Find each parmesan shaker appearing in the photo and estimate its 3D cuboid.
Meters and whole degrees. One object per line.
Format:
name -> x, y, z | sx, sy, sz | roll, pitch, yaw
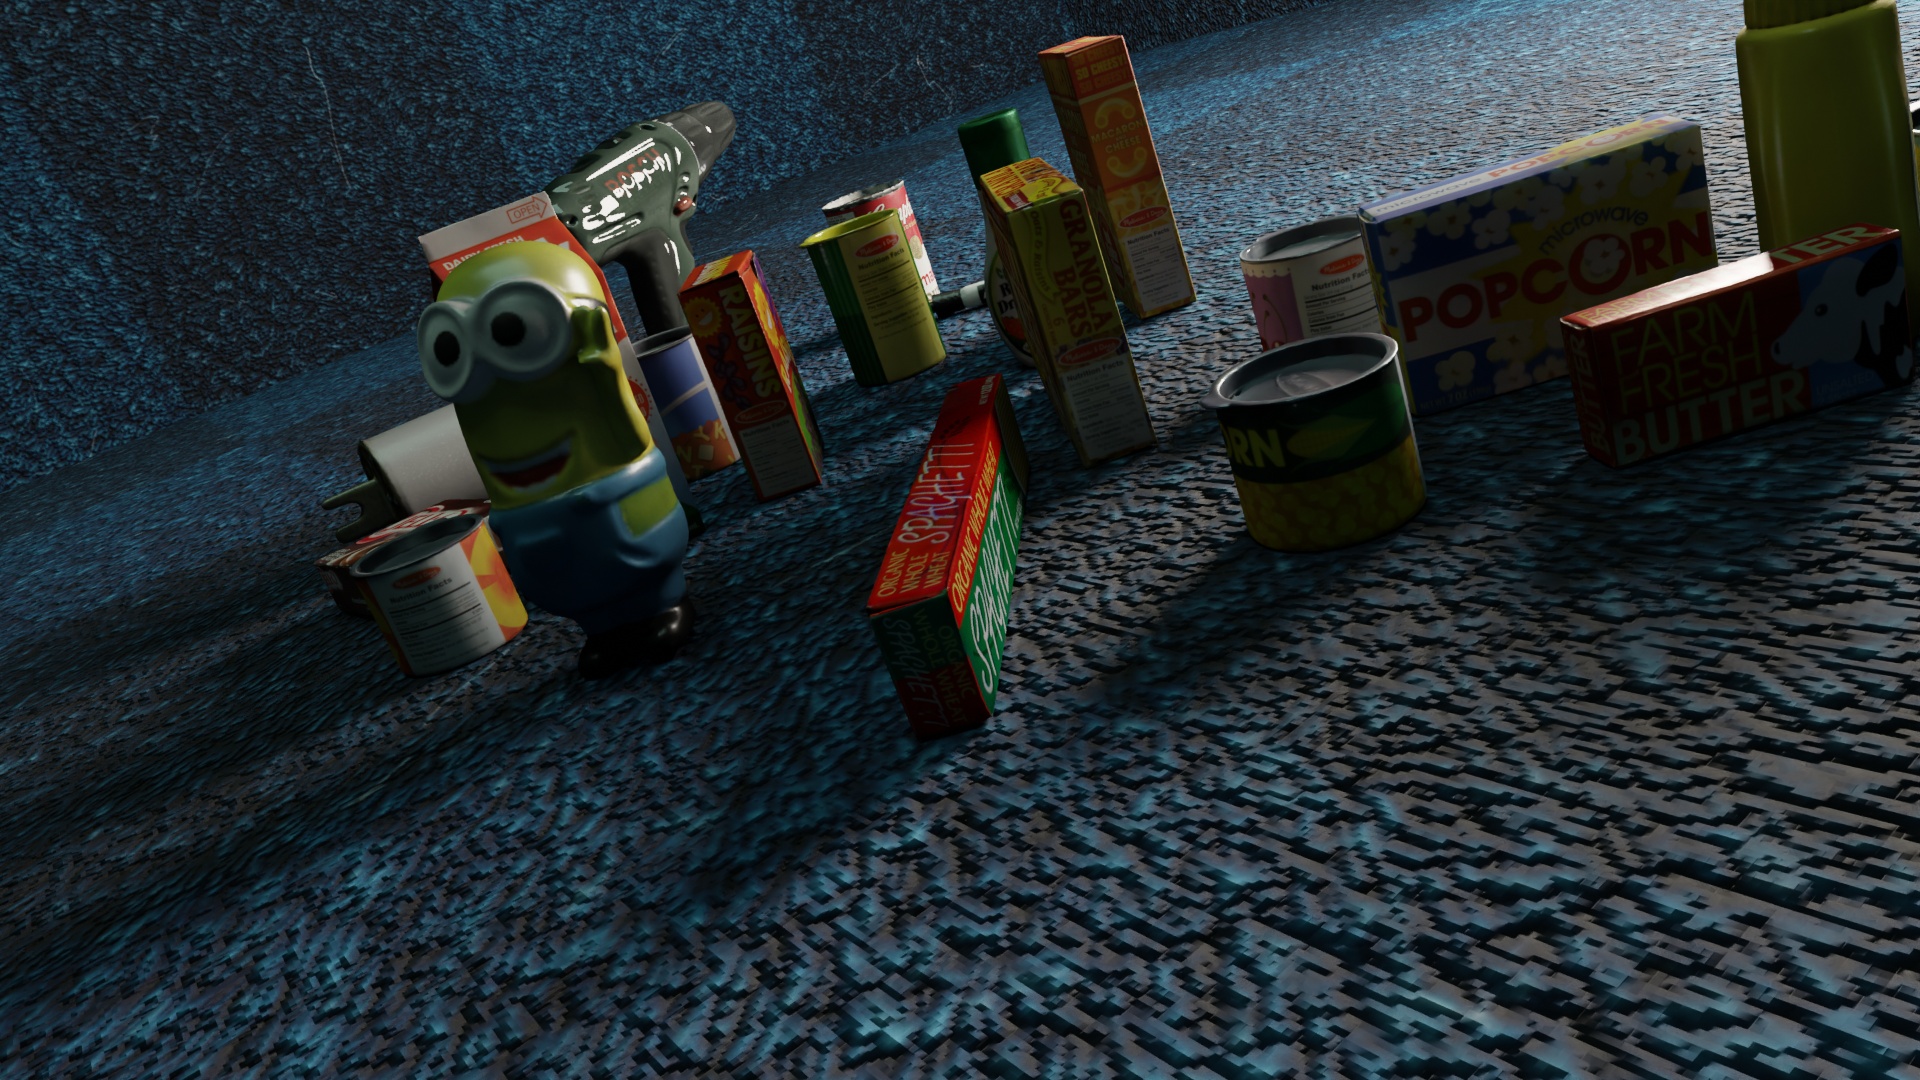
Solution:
parmesan shaker -> -0.059, -0.161, 0.931 | 0.071, 0.102, 0.071 | -17, 20, 6

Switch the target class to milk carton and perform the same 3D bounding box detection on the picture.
milk carton -> -0.210, -0.079, 0.725 | 0.072, 0.190, 0.073 | -30, 22, -27

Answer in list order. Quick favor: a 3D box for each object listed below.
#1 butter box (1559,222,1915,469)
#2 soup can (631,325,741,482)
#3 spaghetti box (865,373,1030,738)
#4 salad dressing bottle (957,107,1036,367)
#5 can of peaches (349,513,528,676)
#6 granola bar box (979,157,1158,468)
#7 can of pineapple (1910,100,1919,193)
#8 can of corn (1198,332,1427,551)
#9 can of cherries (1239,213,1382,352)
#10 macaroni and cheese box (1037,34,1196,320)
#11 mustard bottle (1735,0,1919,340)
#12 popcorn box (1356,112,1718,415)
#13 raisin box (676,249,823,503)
butter box -> 0.259, -0.065, 0.464 | 0.103, 0.053, 0.024 | -17, 20, 6
soup can -> -0.180, -0.083, 0.864 | 0.071, 0.083, 0.071 | -17, 20, 6
spaghetti box -> 0.002, -0.007, 0.551 | 0.028, 0.050, 0.251 | -15, 20, 12
salad dressing bottle -> 0.037, -0.179, 0.824 | 0.064, 0.147, 0.044 | -10, 22, 25
can of peaches -> -0.256, 0.026, 0.687 | 0.071, 0.058, 0.071 | -17, 20, 6
granola bar box -> 0.049, -0.120, 0.695 | 0.039, 0.123, 0.166 | -18, 20, 3
can of pineapple -> 0.394, -0.138, 0.527 | 0.071, 0.057, 0.071 | -17, 20, 6
can of corn -> 0.126, -0.035, 0.499 | 0.071, 0.058, 0.071 | -17, 20, 6
can of cherries -> 0.175, -0.121, 0.681 | 0.071, 0.058, 0.072 | -17, 20, 6
macaroni and cheese box -> 0.099, -0.236, 0.889 | 0.040, 0.166, 0.124 | -19, 20, 2
mustard bottle -> 0.299, -0.145, 0.480 | 0.049, 0.159, 0.065 | -9, 22, 27
popcorn box -> 0.232, -0.110, 0.560 | 0.126, 0.085, 0.038 | -16, 20, 9
raisin box -> -0.114, -0.094, 0.775 | 0.040, 0.123, 0.086 | -18, 20, 3
